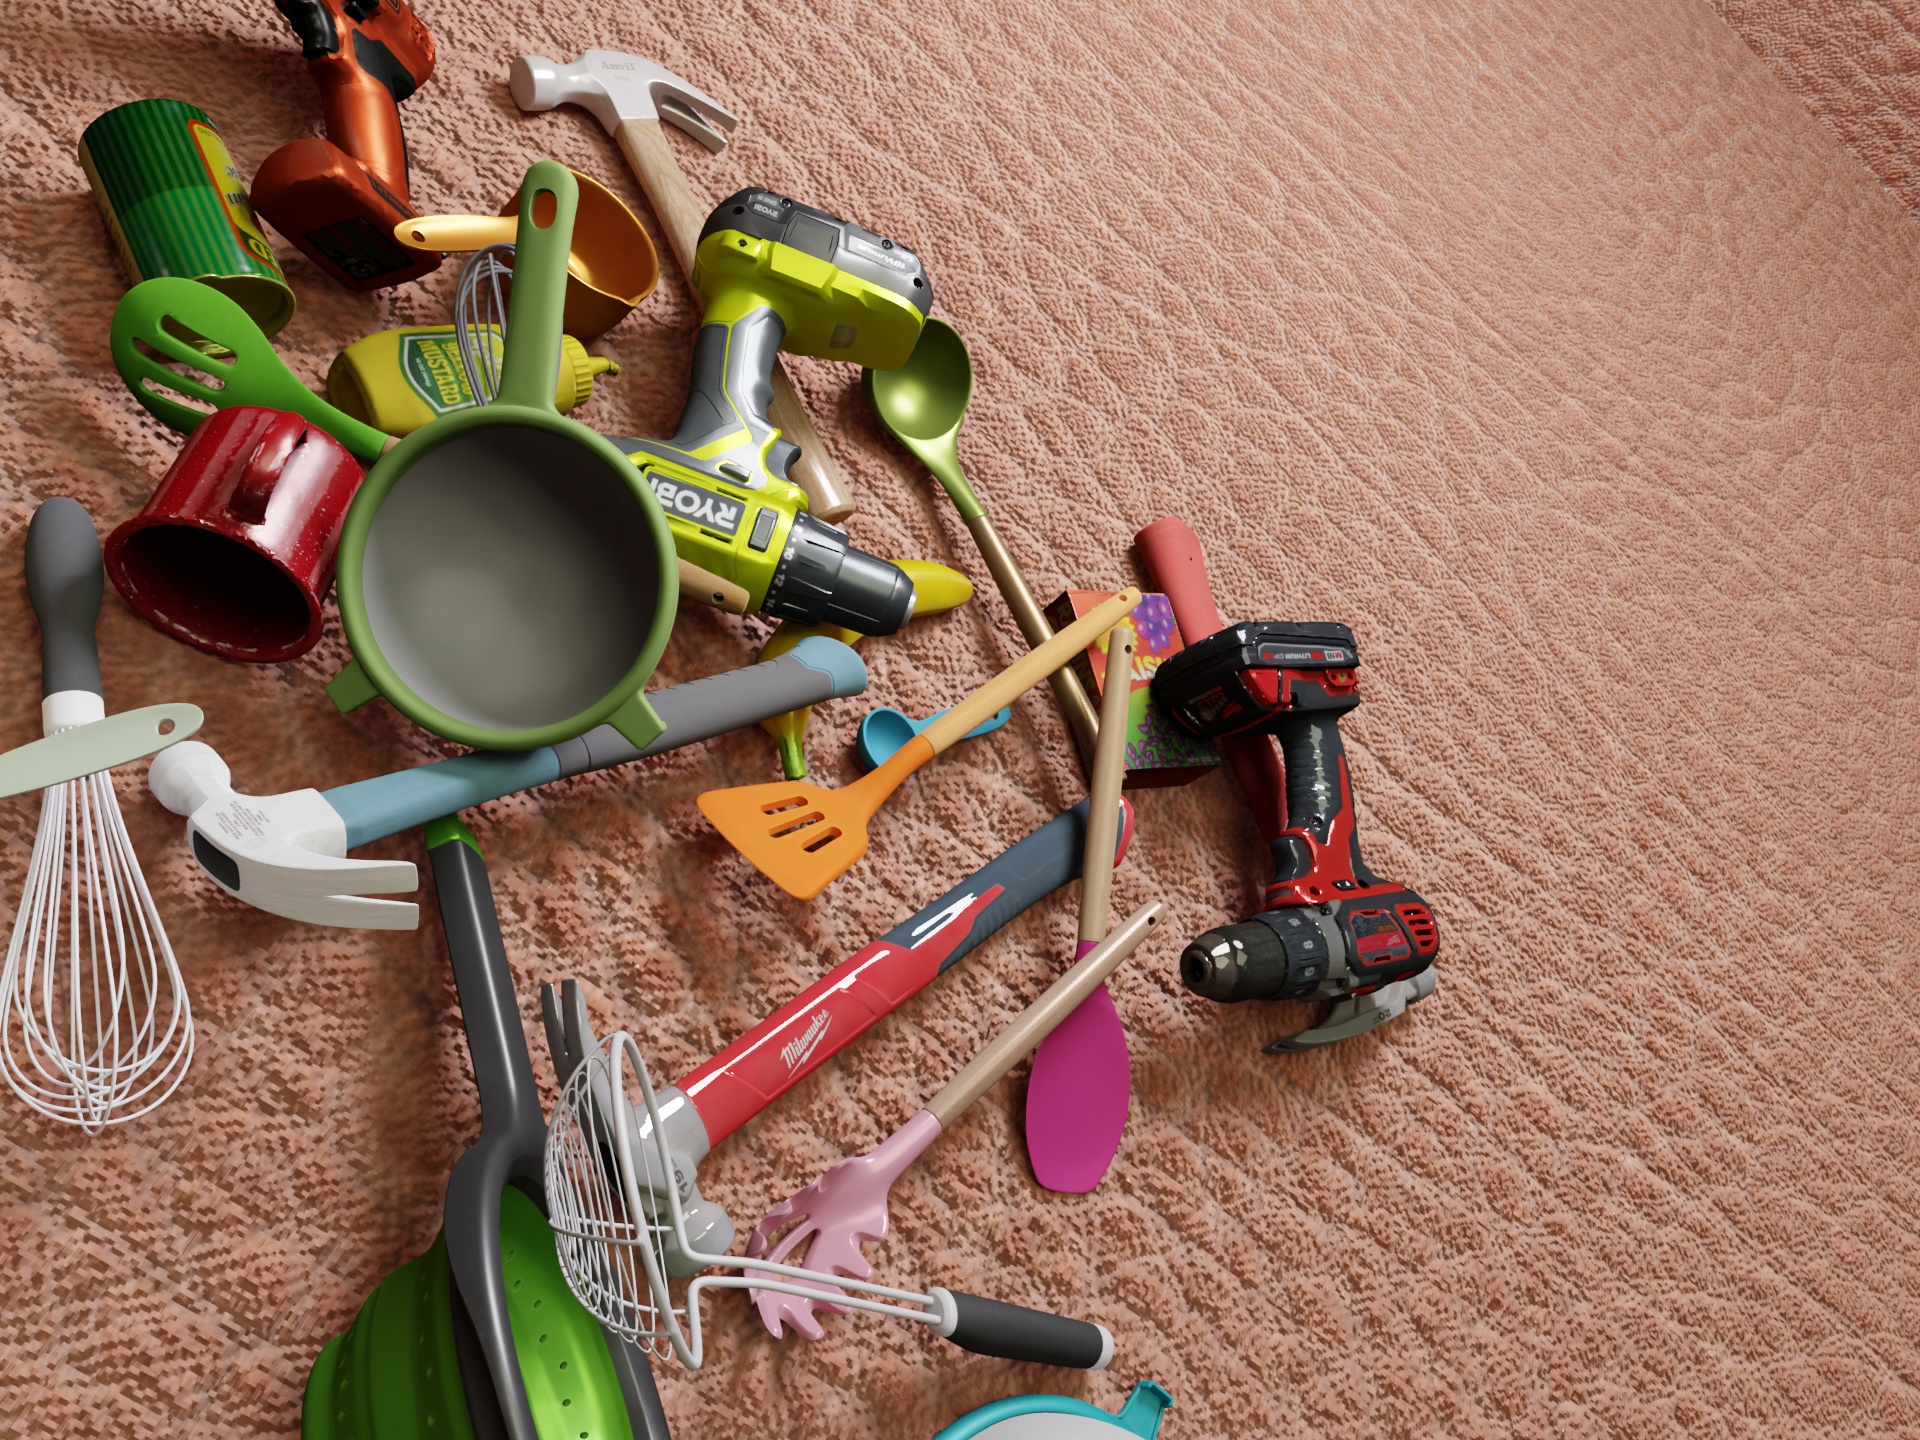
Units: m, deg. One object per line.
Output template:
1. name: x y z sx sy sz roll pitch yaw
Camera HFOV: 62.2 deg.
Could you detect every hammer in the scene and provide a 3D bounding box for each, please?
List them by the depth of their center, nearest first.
1. hammer: -0.182 0.012 0.741 0.331 0.033 0.128 -20 43 -39
2. hammer: -0.036 0.111 0.823 0.386 0.038 0.143 -31 100 -43
3. hammer: -0.147 -0.265 0.965 0.130 0.031 0.331 -20 79 -40
4. hammer: 0.189 0.033 1.040 0.149 0.036 0.359 -11 74 -39

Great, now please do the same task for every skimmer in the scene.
1. skimmer: -0.031 0.233 0.687 0.363 0.090 0.127 30 27 -39

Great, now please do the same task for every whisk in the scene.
1. whisk: -0.359 0.029 0.647 0.070 0.070 0.285 0 61 -35
2. whisk: -0.214 -0.118 0.790 0.055 0.055 0.239 -9 94 -38

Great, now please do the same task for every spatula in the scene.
1. spatula: -0.001 -0.003 0.878 0.081 0.041 0.322 40 55 20

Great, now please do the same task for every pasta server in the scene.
1. pasta server: 0.008 0.185 0.802 0.316 0.040 0.060 -37 106 -32

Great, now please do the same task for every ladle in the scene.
1. ladle: 0.027 -0.106 0.970 0.078 0.062 0.320 -18 73 -33

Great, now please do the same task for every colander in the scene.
1. colander: -0.205 0.204 0.632 0.094 0.204 0.398 -21 58 -6

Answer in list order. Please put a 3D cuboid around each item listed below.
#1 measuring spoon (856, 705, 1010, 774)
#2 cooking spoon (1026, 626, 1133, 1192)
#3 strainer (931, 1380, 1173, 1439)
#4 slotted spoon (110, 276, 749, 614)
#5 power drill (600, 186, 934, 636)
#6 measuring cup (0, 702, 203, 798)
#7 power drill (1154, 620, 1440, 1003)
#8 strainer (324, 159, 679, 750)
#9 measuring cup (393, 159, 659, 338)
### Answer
1. measuring spoon: -0.016 0.008 0.926 0.128 0.021 0.042 -16 79 -49
2. cooking spoon: 0.076 0.099 0.892 0.068 0.017 0.319 16 73 -30
3. strainer: 0.078 0.471 0.689 0.211 0.095 0.341 1 64 -35
4. slotted spoon: -0.246 -0.118 0.748 0.313 0.070 0.031 23 20 -13
5. power drill: -0.095 -0.162 0.877 0.190 0.080 0.229 20 67 -8
6. measuring cup: -0.367 0.032 0.603 0.167 0.038 0.083 -20 68 -12
7. power drill: 0.187 0.059 0.953 0.187 0.080 0.227 -3 73 -36
8. strainer: -0.190 -0.115 0.717 0.151 0.069 0.256 7 92 2
9. measuring cup: -0.242 -0.247 0.854 0.173 0.052 0.095 -24 83 -53
